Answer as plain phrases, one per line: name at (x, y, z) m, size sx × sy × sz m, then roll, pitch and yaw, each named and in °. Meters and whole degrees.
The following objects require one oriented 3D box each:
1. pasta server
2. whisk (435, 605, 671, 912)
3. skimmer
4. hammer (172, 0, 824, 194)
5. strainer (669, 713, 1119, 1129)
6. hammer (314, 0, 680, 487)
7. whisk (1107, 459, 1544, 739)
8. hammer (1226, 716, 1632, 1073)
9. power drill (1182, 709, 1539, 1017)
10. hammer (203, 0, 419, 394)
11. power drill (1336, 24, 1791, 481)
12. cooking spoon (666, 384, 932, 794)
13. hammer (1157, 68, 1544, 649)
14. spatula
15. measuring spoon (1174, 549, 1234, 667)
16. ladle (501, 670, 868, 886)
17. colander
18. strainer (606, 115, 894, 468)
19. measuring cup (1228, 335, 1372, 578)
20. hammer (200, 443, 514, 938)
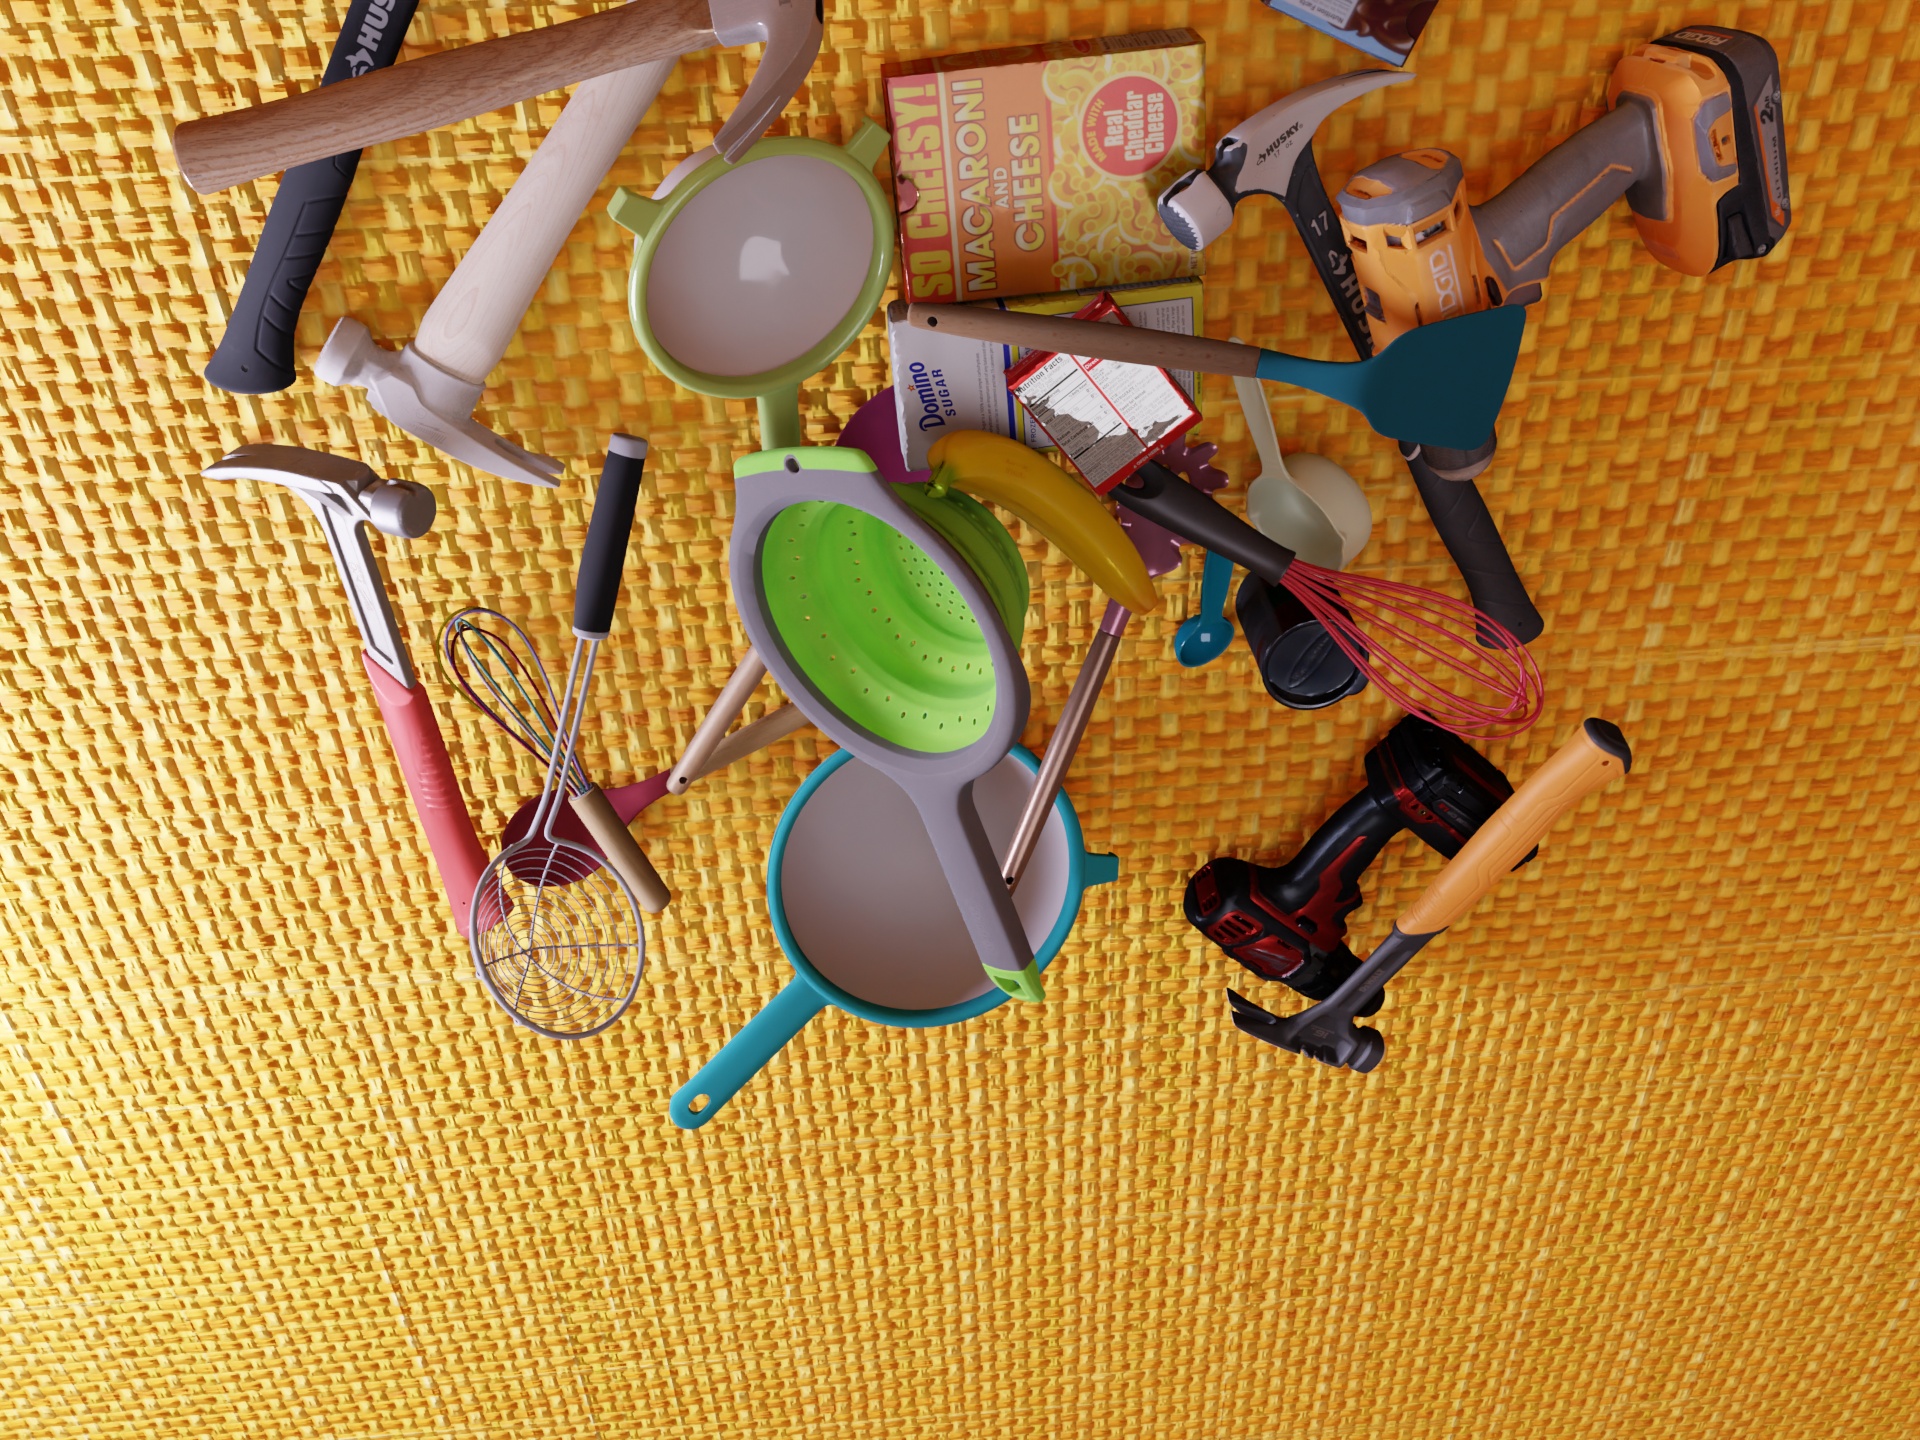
pasta server at (0.084, -0.028, 0.993) m, size 0.060 × 0.040 × 0.316 m, roll 21°, pitch 102°, yaw -5°
whisk at (-0.261, 0.031, 1.032) m, size 0.051 × 0.047 × 0.244 m, roll -4°, pitch 125°, yaw 43°
skimmer at (-0.218, 0.013, 0.964) m, size 0.127 × 0.090 × 0.363 m, roll -3°, pitch 113°, yaw -50°
hammer at (-0.225, -0.307, 0.762) m, size 0.331 × 0.031 × 0.130 m, roll -11°, pitch 90°, yaw 10°
strainer at (-0.073, 0.137, 1.076) m, size 0.340 × 0.095 × 0.211 m, roll -45°, pitch 108°, yaw 3°
hammer at (-0.183, -0.305, 0.831) m, size 0.146 × 0.038 × 0.410 m, roll 29°, pitch 118°, yaw -24°
whisk at (0.206, -0.078, 0.925) m, size 0.296 × 0.073 × 0.073 m, roll 31°, pitch 120°, yaw 4°
hammer at (0.320, 0.120, 1.074) m, size 0.127 × 0.034 × 0.336 m, roll 21°, pitch 126°, yaw -18°
power drill at (0.297, 0.118, 1.140) m, size 0.187 × 0.080 × 0.226 m, roll 35°, pitch 118°, yaw -25°
hammer at (-0.325, -0.309, 0.817) m, size 0.146 × 0.035 × 0.334 m, roll 25°, pitch 119°, yaw -21°
power drill at (0.326, -0.247, 0.860) m, size 0.226 × 0.084 × 0.185 m, roll -27°, pitch 123°, yaw -1°
cooking spoon at (-0.104, -0.074, 0.995) m, size 0.068 × 0.017 × 0.318 m, roll 26°, pitch 114°, yaw -24°
hammer at (0.265, -0.187, 0.935) m, size 0.149 × 0.036 × 0.408 m, roll -41°, pitch 125°, yaw -2°
spatula at (0.130, -0.194, 0.834) m, size 0.317 × 0.044 × 0.082 m, roll 10°, pitch 127°, yaw 5°
measuring spoon at (0.155, -0.084, 1.003) m, size 0.042 × 0.021 × 0.128 m, roll -20°, pitch 143°, yaw -16°
ladle at (-0.170, 0.026, 1.067) m, size 0.315 × 0.031 × 0.069 m, roll -27°, pitch 115°, yaw 11°
colander at (-0.002, -0.003, 0.958) m, size 0.205 × 0.094 × 0.396 m, roll 5°, pitch 128°, yaw 41°
strainer at (-0.116, -0.219, 0.887) m, size 0.151 × 0.069 × 0.256 m, roll -24°, pitch 146°, yaw -18°
measuring cup at (0.197, -0.161, 0.940) m, size 0.038 × 0.083 × 0.167 m, roll -39°, pitch 124°, yaw -18°
hammer at (-0.353, -0.003, 0.998) m, size 0.149 × 0.037 × 0.358 m, roll 13°, pitch 131°, yaw 22°
